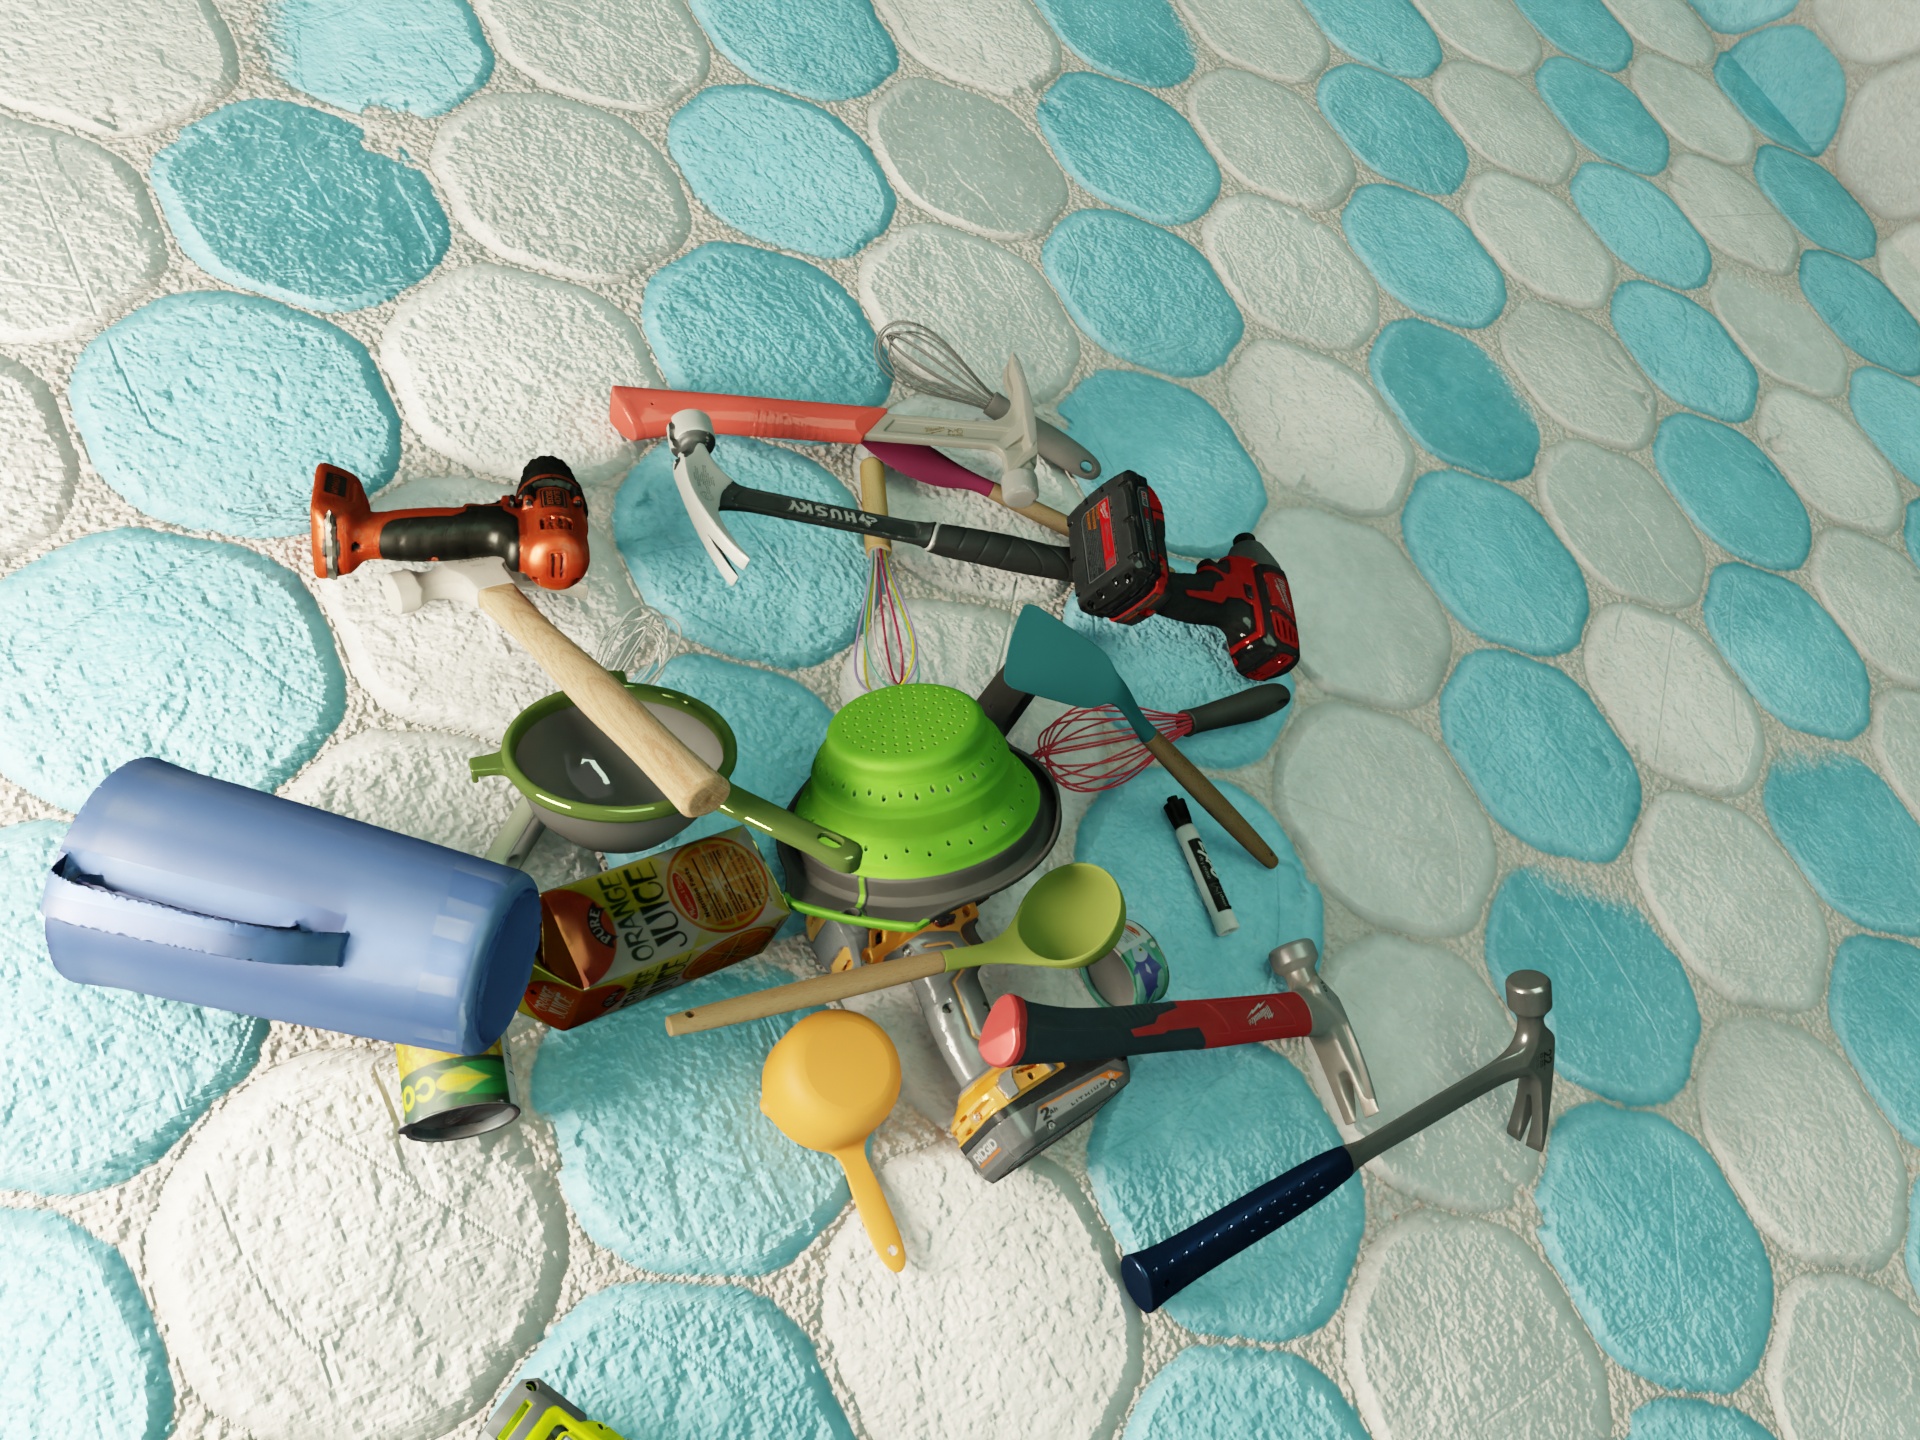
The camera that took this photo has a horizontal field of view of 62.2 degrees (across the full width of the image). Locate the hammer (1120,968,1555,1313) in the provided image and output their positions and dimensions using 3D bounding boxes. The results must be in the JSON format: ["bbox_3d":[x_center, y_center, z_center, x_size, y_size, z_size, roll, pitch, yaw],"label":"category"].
[{"bbox_3d":[0.289,0.322,1.157,0.405,0.035,0.144,-20,112,-26],"label":"hammer"}]

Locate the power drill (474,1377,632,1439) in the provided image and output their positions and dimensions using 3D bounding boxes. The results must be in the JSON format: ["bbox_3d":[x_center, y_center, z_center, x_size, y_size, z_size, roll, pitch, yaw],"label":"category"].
[{"bbox_3d":[-0.219,0.487,0.816,0.190,0.080,0.229,38,49,1],"label":"power drill"}]

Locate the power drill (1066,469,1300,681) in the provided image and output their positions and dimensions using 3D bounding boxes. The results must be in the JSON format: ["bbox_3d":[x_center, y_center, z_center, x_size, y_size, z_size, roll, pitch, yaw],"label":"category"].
[{"bbox_3d":[0.202,-0.127,1.382,0.219,0.078,0.143,18,54,-33],"label":"power drill"}]

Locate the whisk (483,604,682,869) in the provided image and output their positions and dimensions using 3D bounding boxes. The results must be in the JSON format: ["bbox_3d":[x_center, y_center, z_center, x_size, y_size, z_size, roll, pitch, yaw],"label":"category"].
[{"bbox_3d":[-0.265,0.013,1.114,0.059,0.057,0.246,9,53,22],"label":"whisk"}]

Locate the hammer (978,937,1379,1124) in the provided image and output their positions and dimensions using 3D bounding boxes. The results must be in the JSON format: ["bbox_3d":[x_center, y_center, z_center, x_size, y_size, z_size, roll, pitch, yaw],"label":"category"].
[{"bbox_3d":[0.160,0.226,1.103,0.386,0.038,0.143,6,56,-46],"label":"hammer"}]

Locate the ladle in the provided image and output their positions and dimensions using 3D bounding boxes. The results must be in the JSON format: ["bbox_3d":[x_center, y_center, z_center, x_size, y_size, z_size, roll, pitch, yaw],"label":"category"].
[{"bbox_3d":[-0.035,0.154,1.035,0.320,0.062,0.078,-9,38,-25],"label":"ladle"}]

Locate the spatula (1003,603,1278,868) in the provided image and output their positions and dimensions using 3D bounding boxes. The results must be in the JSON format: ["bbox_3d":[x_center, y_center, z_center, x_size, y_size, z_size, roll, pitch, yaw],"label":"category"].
[{"bbox_3d":[0.152,0.028,1.240,0.317,0.044,0.082,43,45,-31],"label":"spatula"}]

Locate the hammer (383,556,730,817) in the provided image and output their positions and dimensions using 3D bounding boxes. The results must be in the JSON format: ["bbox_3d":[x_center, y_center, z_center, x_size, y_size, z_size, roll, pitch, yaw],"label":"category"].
[{"bbox_3d":[-0.256,-0.033,1.064,0.130,0.031,0.332,-20,43,-36],"label":"hammer"}]

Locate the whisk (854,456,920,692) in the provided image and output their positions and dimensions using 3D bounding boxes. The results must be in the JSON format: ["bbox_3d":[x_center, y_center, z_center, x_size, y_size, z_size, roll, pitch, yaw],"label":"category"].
[{"bbox_3d":[-0.061,-0.121,1.296,0.051,0.047,0.245,7,54,-20],"label":"whisk"}]

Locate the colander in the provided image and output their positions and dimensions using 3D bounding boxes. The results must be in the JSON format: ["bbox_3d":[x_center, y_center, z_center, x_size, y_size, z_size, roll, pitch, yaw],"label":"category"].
[{"bbox_3d":[-0.002,-0.004,1.173,0.204,0.094,0.397,8,34,22],"label":"colander"}]

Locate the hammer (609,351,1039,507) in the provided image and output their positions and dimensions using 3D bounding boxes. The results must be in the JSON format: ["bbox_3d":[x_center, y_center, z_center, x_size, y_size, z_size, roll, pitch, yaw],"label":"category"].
[{"bbox_3d":[-0.110,-0.257,1.332,0.359,0.036,0.149,2,63,-16],"label":"hammer"}]

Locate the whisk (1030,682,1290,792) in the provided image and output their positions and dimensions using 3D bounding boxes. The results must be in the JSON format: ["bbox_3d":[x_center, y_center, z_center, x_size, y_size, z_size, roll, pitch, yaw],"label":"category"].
[{"bbox_3d":[0.173,0.006,1.317,0.295,0.073,0.073,-14,67,-37],"label":"whisk"}]

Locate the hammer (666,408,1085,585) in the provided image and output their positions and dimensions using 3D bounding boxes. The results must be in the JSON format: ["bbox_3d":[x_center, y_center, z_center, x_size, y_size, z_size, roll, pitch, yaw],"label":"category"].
[{"bbox_3d":[-0.037,-0.149,1.285,0.408,0.036,0.149,7,51,-33],"label":"hammer"}]

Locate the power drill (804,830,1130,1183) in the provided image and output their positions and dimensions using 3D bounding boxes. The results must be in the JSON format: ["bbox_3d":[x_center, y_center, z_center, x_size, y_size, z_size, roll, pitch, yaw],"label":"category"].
[{"bbox_3d":[0.022,0.185,1.121,0.185,0.084,0.226,-24,68,-36],"label":"power drill"}]

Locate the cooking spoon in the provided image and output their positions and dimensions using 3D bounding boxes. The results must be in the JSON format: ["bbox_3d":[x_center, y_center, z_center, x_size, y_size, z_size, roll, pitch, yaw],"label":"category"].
[{"bbox_3d":[0.050,-0.193,1.403,0.318,0.017,0.069,24,35,-13],"label":"cooking spoon"}]

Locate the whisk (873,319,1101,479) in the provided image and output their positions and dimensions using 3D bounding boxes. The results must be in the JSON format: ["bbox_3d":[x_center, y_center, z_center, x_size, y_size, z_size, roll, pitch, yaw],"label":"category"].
[{"bbox_3d":[0.027,-0.285,1.440,0.239,0.055,0.055,31,52,-10],"label":"whisk"}]

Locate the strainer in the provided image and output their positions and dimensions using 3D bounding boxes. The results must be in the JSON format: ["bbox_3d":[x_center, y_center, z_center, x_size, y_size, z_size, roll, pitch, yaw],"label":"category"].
[{"bbox_3d":[-0.178,0.060,1.032,0.256,0.069,0.151,23,36,18],"label":"strainer"}]

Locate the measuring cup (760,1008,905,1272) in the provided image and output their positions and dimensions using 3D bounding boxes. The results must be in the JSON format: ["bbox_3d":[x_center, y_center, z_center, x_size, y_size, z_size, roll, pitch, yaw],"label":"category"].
[{"bbox_3d":[-0.066,0.270,1.037,0.095,0.052,0.174,-12,64,-31],"label":"measuring cup"}]
